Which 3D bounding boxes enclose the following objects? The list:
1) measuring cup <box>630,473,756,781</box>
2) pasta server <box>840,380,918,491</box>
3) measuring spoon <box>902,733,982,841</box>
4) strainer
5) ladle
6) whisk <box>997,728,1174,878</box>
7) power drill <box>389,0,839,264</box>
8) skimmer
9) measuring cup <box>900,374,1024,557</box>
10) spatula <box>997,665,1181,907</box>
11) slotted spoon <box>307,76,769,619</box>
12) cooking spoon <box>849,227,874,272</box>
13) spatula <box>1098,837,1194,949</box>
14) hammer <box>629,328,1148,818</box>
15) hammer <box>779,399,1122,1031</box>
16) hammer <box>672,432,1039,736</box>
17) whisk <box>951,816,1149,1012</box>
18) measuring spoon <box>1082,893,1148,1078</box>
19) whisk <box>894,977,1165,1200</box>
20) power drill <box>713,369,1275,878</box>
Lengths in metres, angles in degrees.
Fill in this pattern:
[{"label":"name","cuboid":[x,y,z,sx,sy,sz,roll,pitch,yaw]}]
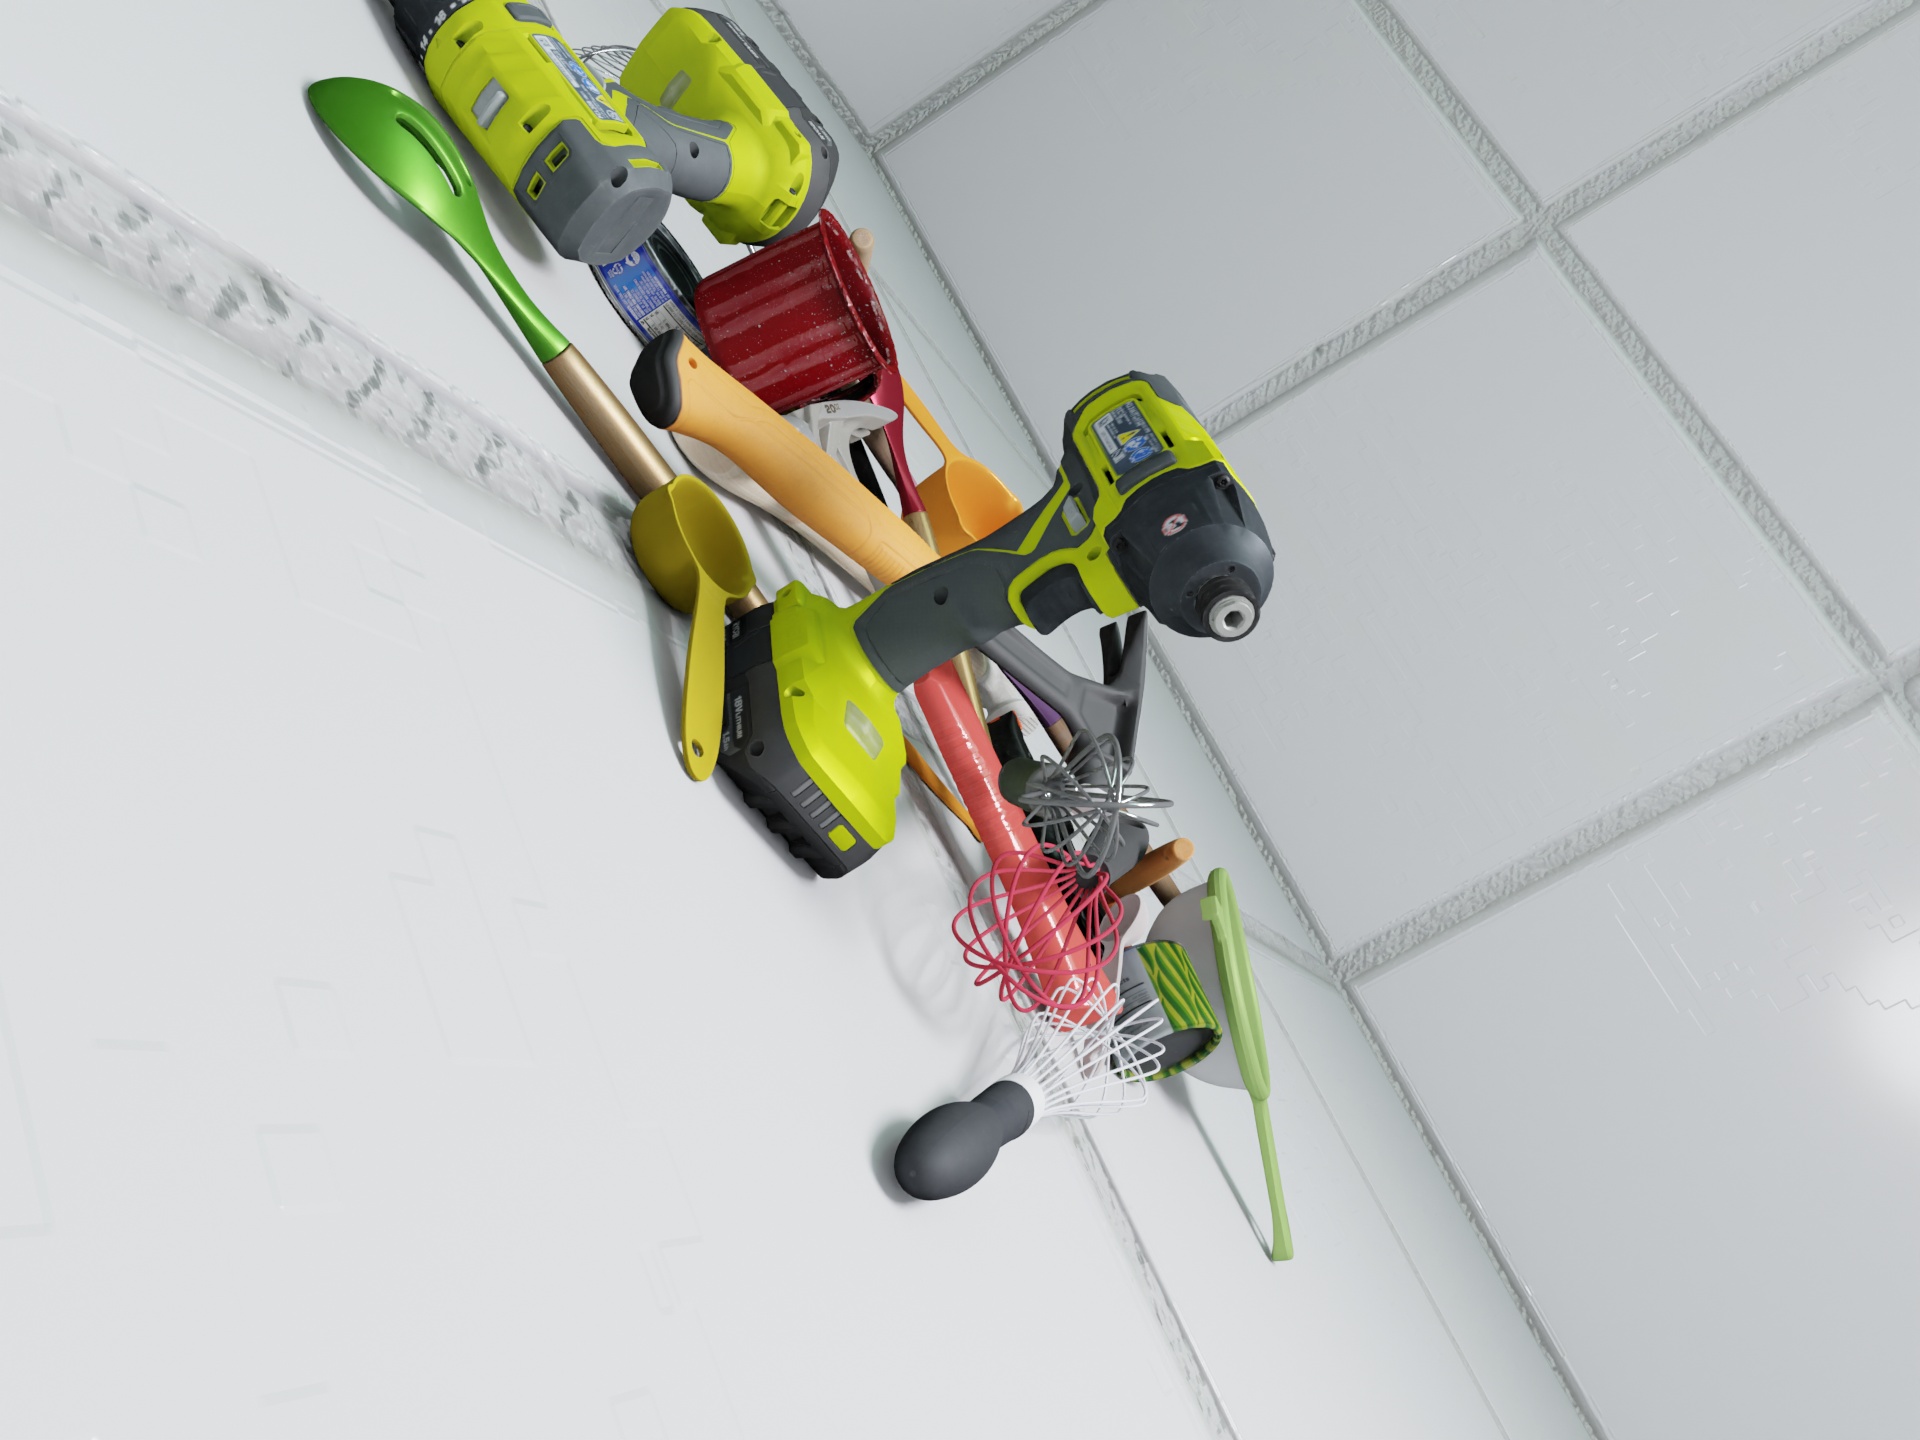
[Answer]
[{"label":"measuring cup","cuboid":[-0.110,-0.034,0.630,0.062,0.029,0.157,48,27,-43]},{"label":"pasta server","cuboid":[-0.042,-0.182,1.084,0.316,0.040,0.060,53,32,-63]},{"label":"measuring spoon","cuboid":[-0.012,0.032,0.896,0.116,0.011,0.021,50,14,-39]},{"label":"strainer","cuboid":[0.163,0.226,1.032,0.151,0.069,0.256,-11,91,-78]},{"label":"ladle","cuboid":[-0.022,-0.097,0.945,0.069,0.031,0.315,11,63,-74]},{"label":"whisk","cuboid":[0.043,0.031,0.699,0.246,0.059,0.058,-177,-92,-84]},{"label":"power drill","cuboid":[-0.179,-0.321,0.814,0.190,0.080,0.228,52,29,6]},{"label":"skimmer","cuboid":[-0.149,-0.264,1.035,0.127,0.090,0.363,-93,160,-63]},{"label":"measuring cup","cuboid":[-0.022,-0.156,1.034,0.173,0.052,0.095,55,30,0]},{"label":"spatula","cuboid":[0.077,0.022,1.084,0.316,0.018,0.060,56,20,-7]},{"label":"slotted spoon","cuboid":[-0.155,-0.136,0.675,0.313,0.031,0.070,55,12,-28]},{"label":"cooking spoon","cuboid":[-0.081,-0.252,1.043,0.069,0.017,0.319,62,-11,1]},{"label":"spatula","cuboid":[0.112,0.101,1.011,0.322,0.041,0.081,115,-42,-76]},{"label":"hammer","cuboid":[-0.022,-0.082,0.789,0.336,0.034,0.127,37,51,-33]},{"label":"hammer","cuboid":[-0.001,-0.003,0.855,0.359,0.036,0.149,65,22,-3]},{"label":"hammer","cuboid":[-0.061,-0.104,0.981,0.146,0.038,0.410,63,12,26]},{"label":"whisk","cuboid":[0.058,0.080,0.780,0.073,0.073,0.296,59,17,2]},{"label":"measuring spoon","cuboid":[0.087,0.150,0.889,0.018,0.034,0.124,37,44,-20]},{"label":"whisk","cuboid":[0.033,0.152,0.662,0.070,0.070,0.284,61,16,10]},{"label":"power drill","cuboid":[0.013,-0.038,0.633,0.080,0.223,0.171,52,13,-31]}]
